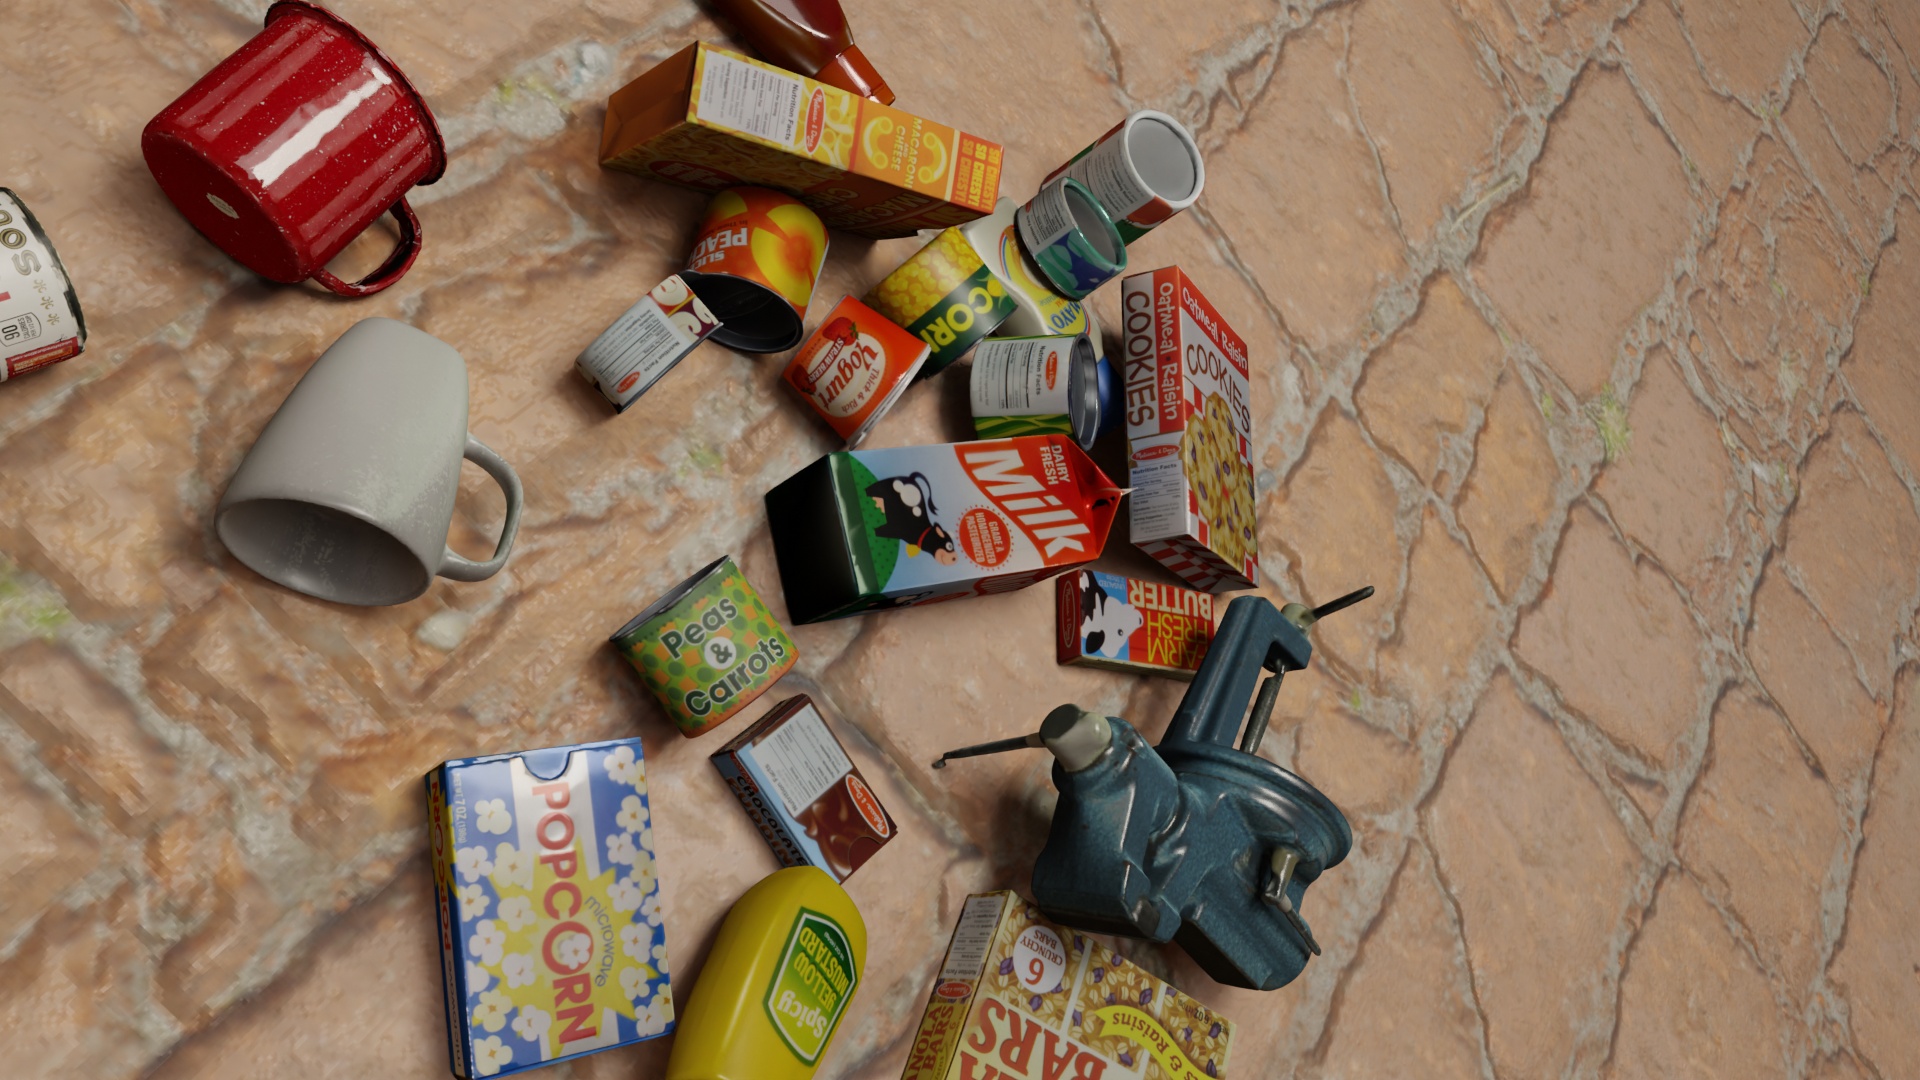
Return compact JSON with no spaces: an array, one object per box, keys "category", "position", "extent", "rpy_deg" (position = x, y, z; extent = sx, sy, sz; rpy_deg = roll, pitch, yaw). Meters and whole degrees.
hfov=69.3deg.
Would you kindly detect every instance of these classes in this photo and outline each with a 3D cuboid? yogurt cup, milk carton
[{"category":"yogurt cup","position":[-0.056,-0.091,0.727],"extent":[0.054,0.072,0.073],"rpy_deg":[39,57,-9]},{"category":"milk carton","position":[0.003,-0.009,0.734],"extent":[0.191,0.072,0.073],"rpy_deg":[-7,79,-36]}]

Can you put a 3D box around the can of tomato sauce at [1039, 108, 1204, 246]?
[{"category":"can of tomato sauce","position":[0.101,-0.219,0.862],"extent":[0.071,0.083,0.071],"rpy_deg":[11,69,-32]}]

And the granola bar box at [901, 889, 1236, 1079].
[{"category":"granola bar box","position":[0.057,0.270,0.702],"extent":[0.165,0.039,0.125],"rpy_deg":[35,59,-21]}]

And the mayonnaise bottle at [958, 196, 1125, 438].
[{"category":"mayonnaise bottle","position":[0.050,-0.129,0.824],"extent":[0.148,0.041,0.065],"rpy_deg":[52,46,-10]}]

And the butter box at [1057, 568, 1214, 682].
[{"category":"butter box","position":[0.104,0.051,0.814],"extent":[0.103,0.024,0.053],"rpy_deg":[11,70,-31]}]

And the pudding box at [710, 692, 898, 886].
[{"category":"pudding box","position":[-0.074,0.122,0.665],"extent":[0.050,0.030,0.083],"rpy_deg":[-38,98,-38]}]

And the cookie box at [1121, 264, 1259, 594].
[{"category":"cookie box","position":[0.138,-0.064,0.836],"extent":[0.123,0.040,0.168],"rpy_deg":[29,56,-55]}]

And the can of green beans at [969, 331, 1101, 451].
[{"category":"can of green beans","position":[0.042,-0.082,0.777],"extent":[0.071,0.058,0.071],"rpy_deg":[-1,91,-71]}]

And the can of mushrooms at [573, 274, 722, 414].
[{"category":"can of mushrooms","position":[-0.149,-0.094,0.663],"extent":[0.033,0.071,0.071],"rpy_deg":[48,55,-12]}]

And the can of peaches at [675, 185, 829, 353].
[{"category":"can of peaches","position":[-0.106,-0.138,0.703],"extent":[0.071,0.071,0.058],"rpy_deg":[26,61,-26]}]

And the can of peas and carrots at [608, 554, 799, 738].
[{"category":"can of peas and carrots","position":[-0.115,0.048,0.635],"extent":[0.071,0.070,0.058],"rpy_deg":[-42,101,-36]}]

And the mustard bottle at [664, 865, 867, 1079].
[{"category":"mustard bottle","position":[-0.088,0.211,0.584],"extent":[0.065,0.048,0.161],"rpy_deg":[57,30,-20]}]

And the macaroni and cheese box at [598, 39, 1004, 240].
[{"category":"macaroni and cheese box","position":[-0.081,-0.194,0.703],"extent":[0.167,0.123,0.040],"rpy_deg":[9,89,-32]}]

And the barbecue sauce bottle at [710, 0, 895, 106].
[{"category":"barbecue sauce bottle","position":[-0.096,-0.296,0.776],"extent":[0.148,0.043,0.065],"rpy_deg":[50,55,-12]}]

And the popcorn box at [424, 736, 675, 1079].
[{"category":"popcorn box","position":[-0.172,0.152,0.583],"extent":[0.085,0.038,0.127],"rpy_deg":[-2,77,-34]}]

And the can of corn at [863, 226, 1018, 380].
[{"category":"can of corn","position":[-0.011,-0.131,0.765],"extent":[0.058,0.071,0.071],"rpy_deg":[51,54,-10]}]

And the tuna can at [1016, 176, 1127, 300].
[{"category":"tuna can","position":[0.068,-0.176,0.815],"extent":[0.071,0.032,0.071],"rpy_deg":[38,35,-33]}]
